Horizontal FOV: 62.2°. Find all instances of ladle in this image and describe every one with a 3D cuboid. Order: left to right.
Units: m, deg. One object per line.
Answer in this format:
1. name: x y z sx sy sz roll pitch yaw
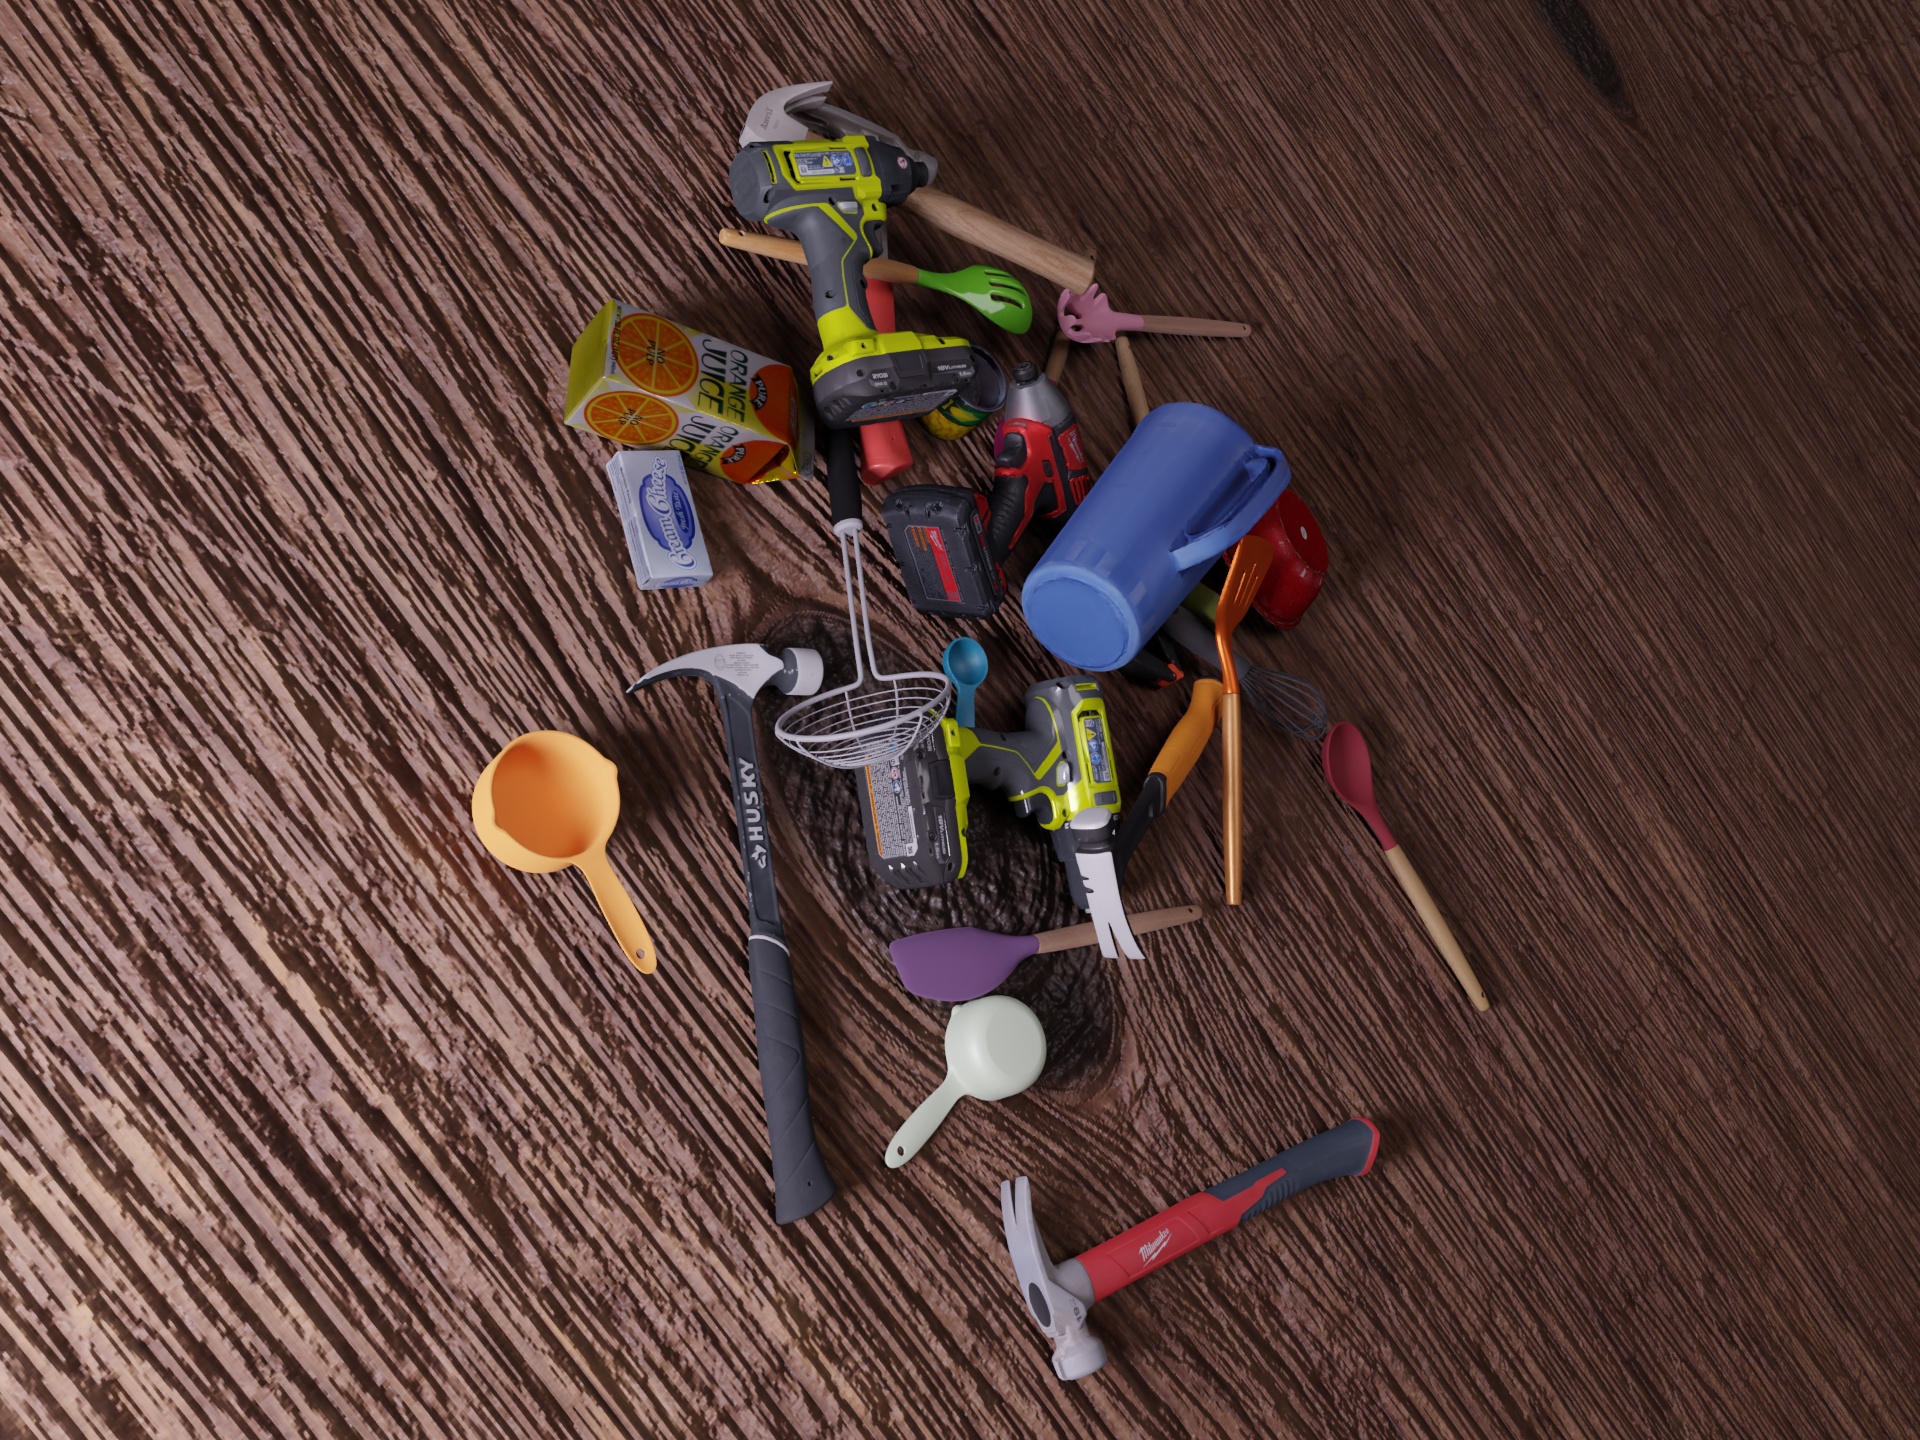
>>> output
1. ladle: 0.199 -0.230 1.507 0.078 0.062 0.320 21 52 -58
2. ladle: 0.430 0.144 1.536 0.069 0.031 0.315 -32 93 -38

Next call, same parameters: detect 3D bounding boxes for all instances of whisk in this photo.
1. whisk: 0.257 -0.050 1.460 0.238 0.055 0.055 33 55 -29

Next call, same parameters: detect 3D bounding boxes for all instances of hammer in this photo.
1. hammer: -0.140 0.138 1.110 0.149 0.036 0.409 2 70 -35
2. hammer: -0.082 -0.368 1.369 0.149 0.036 0.359 12 64 -32
3. hammer: -0.031 -0.452 1.382 0.331 0.031 0.130 19 64 -19
4. hammer: 0.171 0.058 1.327 0.337 0.034 0.127 -49 130 -53
5. hammer: 0.197 0.372 1.258 0.386 0.038 0.143 -12 77 -39

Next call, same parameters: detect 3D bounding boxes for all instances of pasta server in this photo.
1. pasta server: 0.198 -0.394 1.573 0.316 0.040 0.060 -10 88 -45

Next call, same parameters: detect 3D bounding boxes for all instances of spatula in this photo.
1. spatula: 0.079 0.176 1.265 0.315 0.018 0.060 -5 58 -38
2. spatula: 0.247 0.000 1.400 0.081 0.041 0.322 5 84 -59

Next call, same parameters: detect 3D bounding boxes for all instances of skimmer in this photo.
1. skimmer: -0.084 -0.115 1.186 0.090 0.127 0.364 69 10 -56

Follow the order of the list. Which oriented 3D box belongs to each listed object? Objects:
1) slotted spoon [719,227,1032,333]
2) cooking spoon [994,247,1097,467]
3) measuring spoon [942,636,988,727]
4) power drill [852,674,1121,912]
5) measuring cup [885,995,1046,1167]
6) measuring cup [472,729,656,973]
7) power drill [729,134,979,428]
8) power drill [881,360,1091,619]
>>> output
1. slotted spoon: -0.060 -0.380 1.350 0.313 0.031 0.070 2 62 -35
2. cooking spoon: 0.089 -0.334 1.492 0.068 0.017 0.319 32 55 -23
3. measuring spoon: -0.002 -0.004 1.290 0.042 0.021 0.129 14 72 -35
4. power drill: 0.037 0.066 1.244 0.228 0.080 0.190 -5 84 -40
5. measuring cup: 0.004 0.265 1.159 0.083 0.038 0.167 54 48 -5
6. measuring cup: -0.252 0.092 1.037 0.095 0.052 0.173 -30 92 -41
7. power drill: -0.074 -0.358 1.278 0.171 0.080 0.223 -16 86 -33
8. power drill: 0.032 -0.193 1.320 0.220 0.078 0.143 -50 135 -39
